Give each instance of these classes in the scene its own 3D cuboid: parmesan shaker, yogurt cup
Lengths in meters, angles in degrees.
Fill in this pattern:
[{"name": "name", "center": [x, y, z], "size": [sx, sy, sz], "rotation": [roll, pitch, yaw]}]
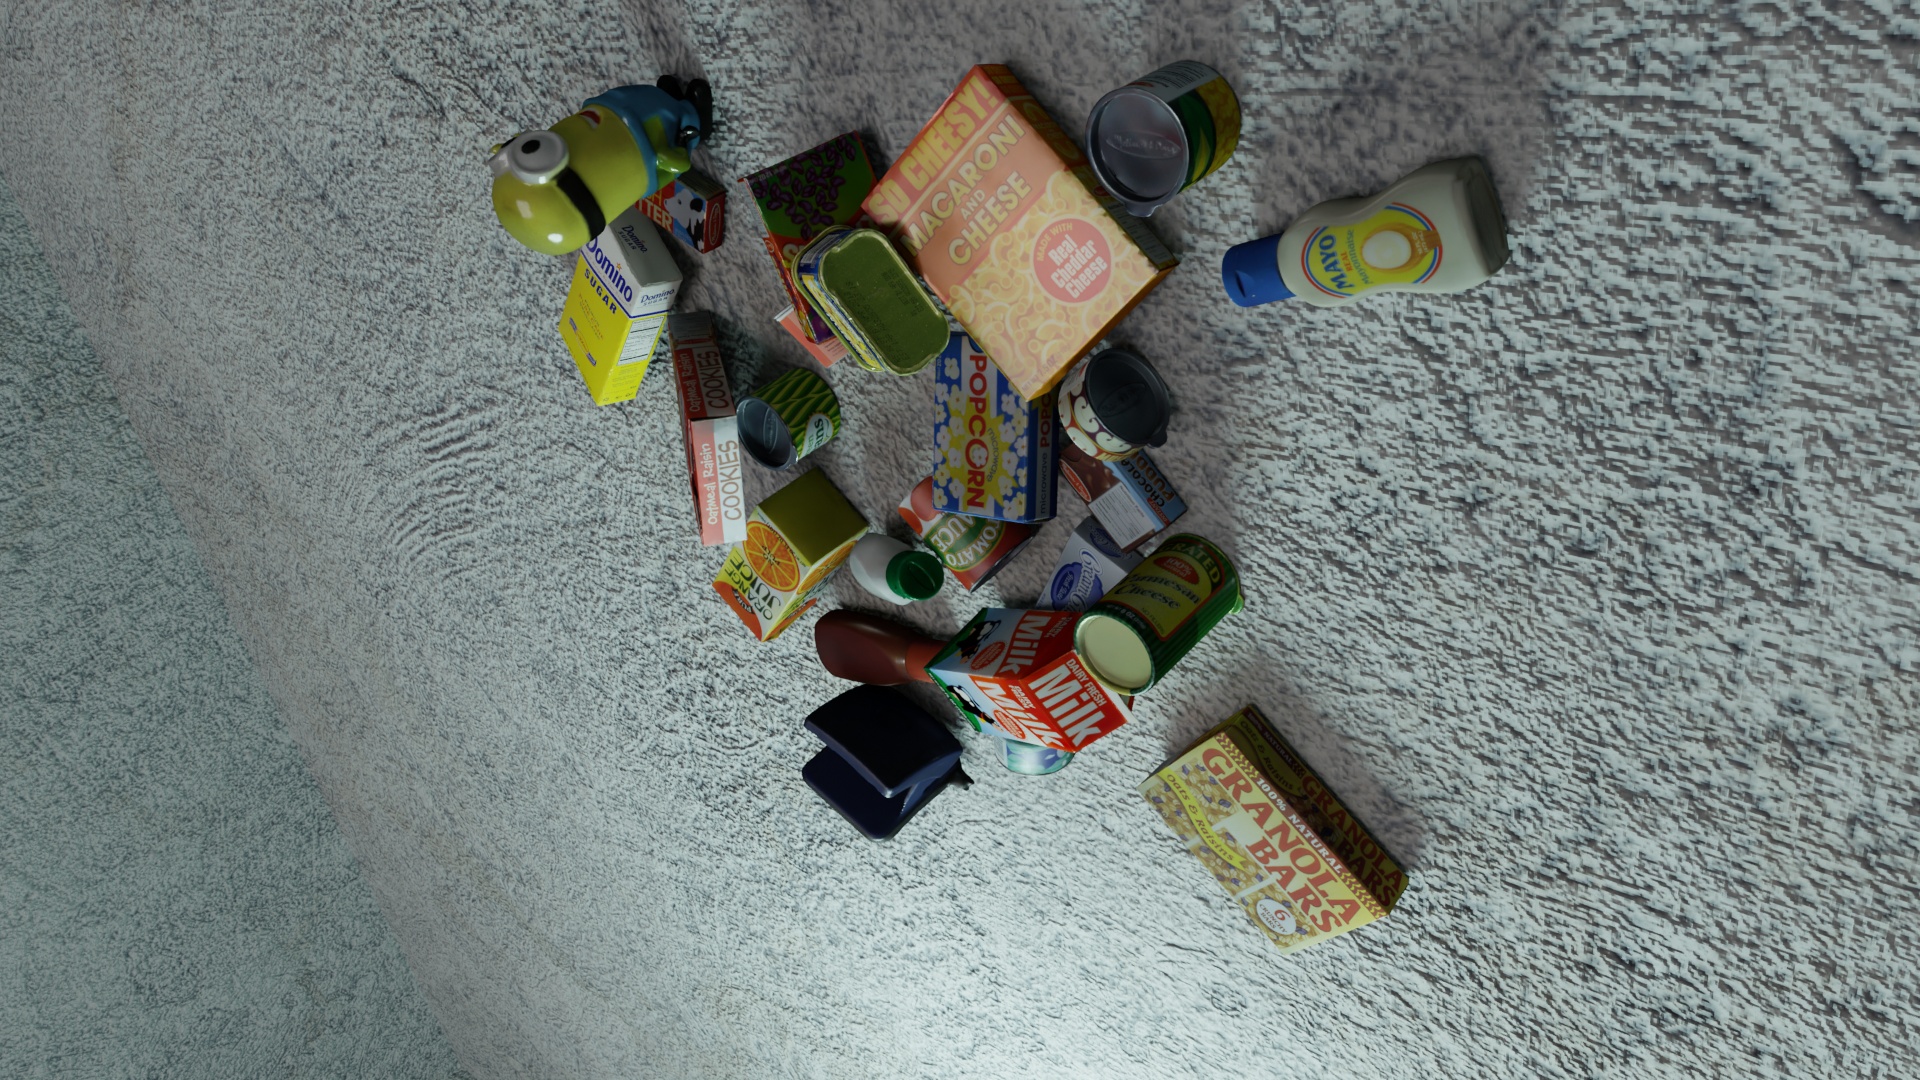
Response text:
[{"name": "parmesan shaker", "center": [0.133, 0.050, 0.920], "size": [0.071, 0.103, 0.071], "rotation": [26, 134, 30]}, {"name": "yogurt cup", "center": [-0.094, -0.164, 1.020], "size": [0.054, 0.073, 0.072], "rotation": [52, 143, -12]}]

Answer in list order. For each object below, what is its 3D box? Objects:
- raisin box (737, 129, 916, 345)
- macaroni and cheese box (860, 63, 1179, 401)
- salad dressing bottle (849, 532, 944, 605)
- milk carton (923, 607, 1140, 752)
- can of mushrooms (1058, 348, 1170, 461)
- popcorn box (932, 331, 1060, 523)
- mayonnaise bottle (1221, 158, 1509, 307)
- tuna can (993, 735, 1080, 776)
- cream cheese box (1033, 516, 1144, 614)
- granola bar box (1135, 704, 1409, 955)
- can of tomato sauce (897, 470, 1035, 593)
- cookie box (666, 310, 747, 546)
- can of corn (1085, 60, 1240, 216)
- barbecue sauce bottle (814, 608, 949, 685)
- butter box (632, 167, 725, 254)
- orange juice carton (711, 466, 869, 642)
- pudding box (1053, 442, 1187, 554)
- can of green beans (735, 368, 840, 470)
[{"name": "raisin box", "center": [-0.088, -0.208, 0.958], "size": [0.123, 0.086, 0.040], "rotation": [67, 167, -17]}, {"name": "macaroni and cheese box", "center": [0.034, -0.189, 0.860], "size": [0.166, 0.040, 0.123], "rotation": [50, 123, 5]}, {"name": "salad dressing bottle", "center": [-0.049, 0.024, 1.086], "size": [0.064, 0.044, 0.147], "rotation": [47, 170, -13]}, {"name": "milk carton", "center": [0.058, 0.100, 1.018], "size": [0.072, 0.074, 0.190], "rotation": [53, 157, -18]}, {"name": "can of mushrooms", "center": [0.099, -0.083, 0.882], "size": [0.071, 0.071, 0.033], "rotation": [54, 142, -2]}, {"name": "popcorn box", "center": [0.024, -0.079, 0.950], "size": [0.085, 0.038, 0.126], "rotation": [10, 103, 42]}, {"name": "mayonnaise bottle", "center": [0.208, -0.154, 0.735], "size": [0.148, 0.041, 0.064], "rotation": [-6, 116, 47]}, {"name": "tuna can", "center": [0.061, 0.153, 1.106], "size": [0.071, 0.071, 0.032], "rotation": [21, 132, 34]}, {"name": "cream cheese box", "center": [0.092, 0.034, 1.014], "size": [0.053, 0.024, 0.103], "rotation": [39, 140, 15]}, {"name": "granola bar box", "center": [0.223, 0.211, 1.005], "size": [0.165, 0.039, 0.123], "rotation": [48, 142, 6]}, {"name": "can of tomato sauce", "center": [0.004, -0.013, 1.031], "size": [0.083, 0.071, 0.071], "rotation": [48, 142, 6]}, {"name": "cookie box", "center": [-0.209, -0.094, 1.137], "size": [0.168, 0.040, 0.122], "rotation": [-113, 19, -49]}, {"name": "can of corn", "center": [0.112, -0.222, 0.767], "size": [0.071, 0.058, 0.070], "rotation": [26, 135, 30]}, {"name": "barbecue sauce bottle", "center": [-0.061, 0.098, 1.205], "size": [0.148, 0.044, 0.064], "rotation": [6, 122, 43]}, {"name": "butter box", "center": [-0.231, -0.276, 1.104], "size": [0.103, 0.024, 0.052], "rotation": [36, 138, 20]}, {"name": "orange juice carton", "center": [-0.158, 0.024, 1.222], "size": [0.072, 0.073, 0.191], "rotation": [48, 142, 6]}, {"name": "pudding box", "center": [0.107, -0.038, 0.938], "size": [0.083, 0.030, 0.049], "rotation": [52, 143, 1]}, {"name": "can of green beans", "center": [-0.139, -0.098, 1.120], "size": [0.071, 0.058, 0.071], "rotation": [26, 135, 30]}]
